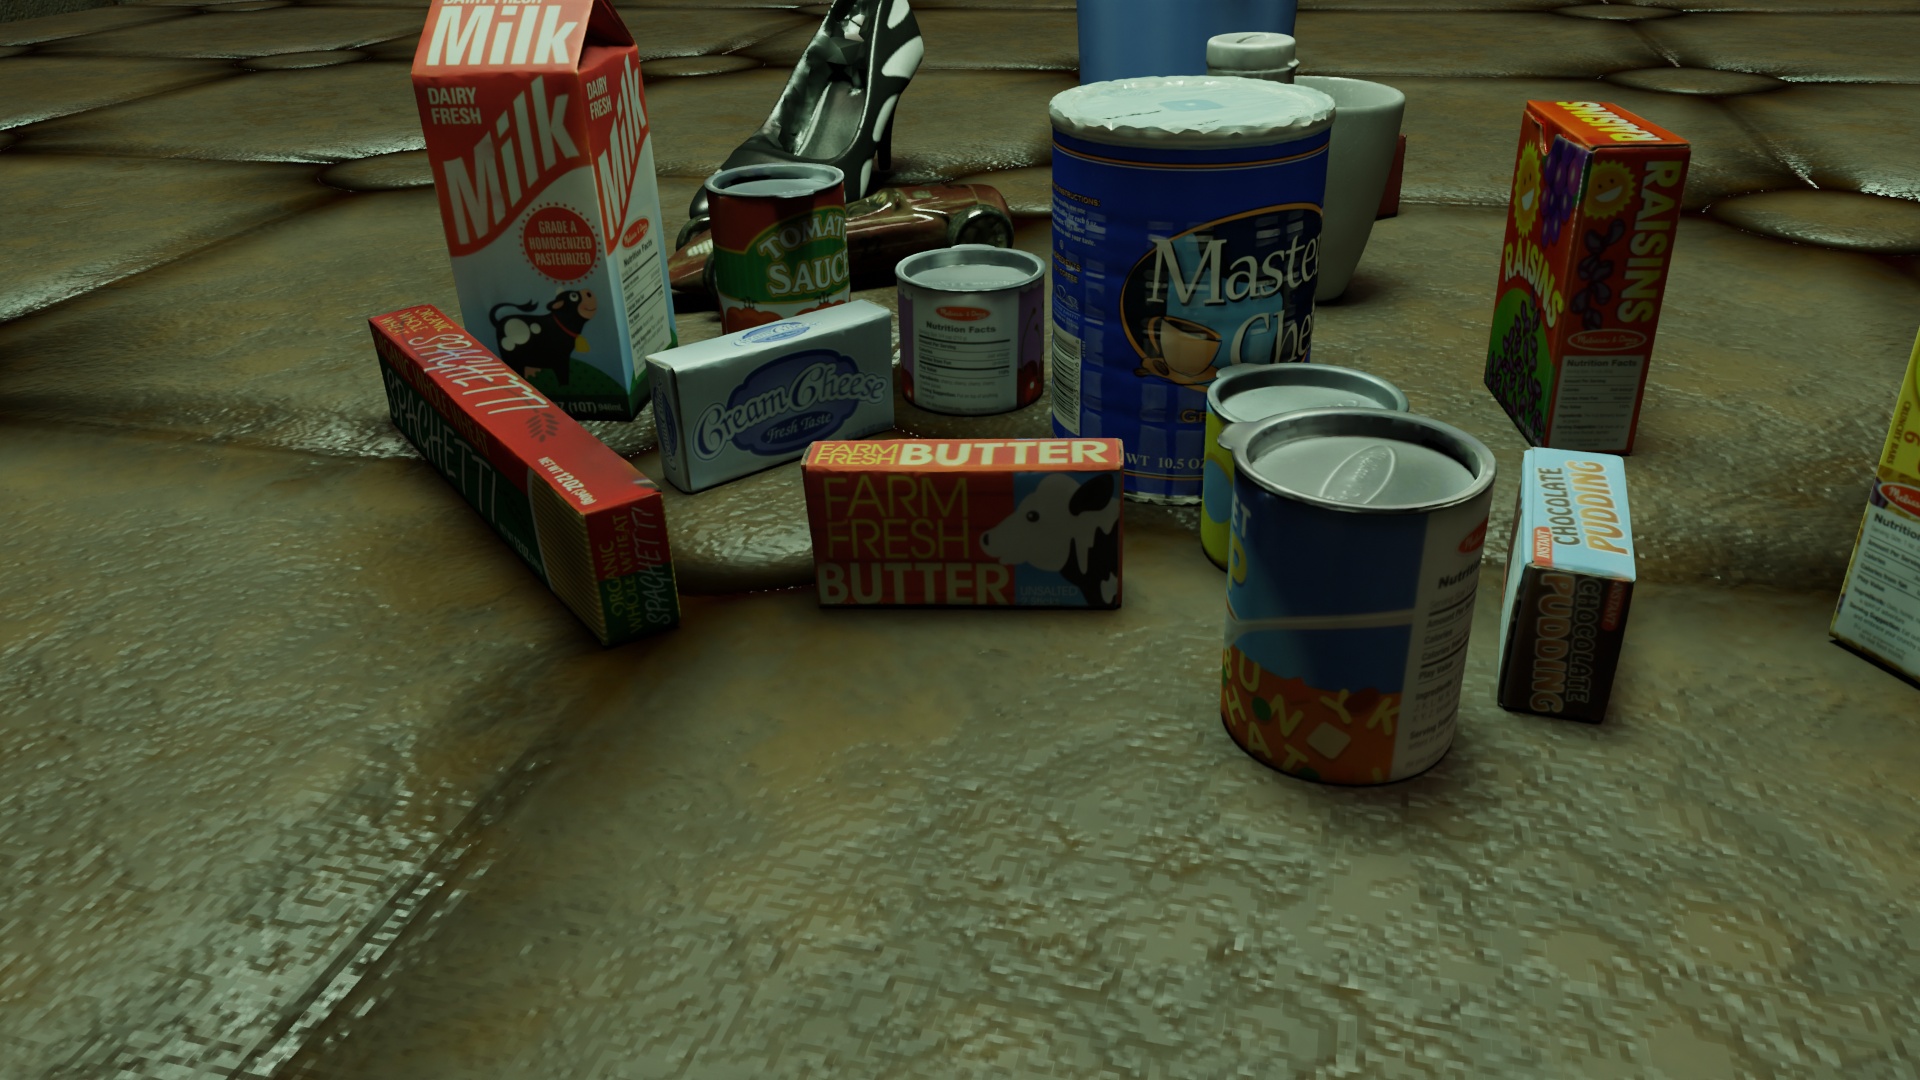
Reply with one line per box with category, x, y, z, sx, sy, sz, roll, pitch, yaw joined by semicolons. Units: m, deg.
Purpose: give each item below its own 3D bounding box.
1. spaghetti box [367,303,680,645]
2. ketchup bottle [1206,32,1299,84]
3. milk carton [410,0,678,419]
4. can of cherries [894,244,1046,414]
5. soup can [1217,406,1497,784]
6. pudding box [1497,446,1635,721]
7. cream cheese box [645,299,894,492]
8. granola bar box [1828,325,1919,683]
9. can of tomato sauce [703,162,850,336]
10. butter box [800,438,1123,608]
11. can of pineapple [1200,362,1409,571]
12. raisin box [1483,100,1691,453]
spaghetti box;-0.173;-0.035;0.526;0.029;0.050;0.250;-19;32;-30
ketchup bottle;0.124;-0.142;0.607;0.043;0.148;0.065;11;30;24
milk carton;-0.177;-0.154;0.602;0.072;0.189;0.074;2;27;7
can of cherries;0.006;-0.096;0.622;0.071;0.058;0.072;-1;27;1
soup can;0.103;0.013;0.380;0.071;0.083;0.072;-1;27;1
pudding box;0.181;0.010;0.418;0.030;0.049;0.084;8;29;19
cream cheese box;-0.074;-0.060;0.564;0.104;0.053;0.024;-21;33;-33
granola bar box;0.348;-0.031;0.407;0.166;0.123;0.039;-11;29;-17
can of tomato sauce;-0.086;-0.135;0.678;0.071;0.082;0.071;-1;27;1
butter box;0.002;-0.006;0.455;0.103;0.053;0.024;0;27;4
can of pineapple;0.116;-0.024;0.478;0.071;0.057;0.071;-1;27;1
raisin box;0.248;-0.107;0.561;0.040;0.122;0.086;1;27;5
